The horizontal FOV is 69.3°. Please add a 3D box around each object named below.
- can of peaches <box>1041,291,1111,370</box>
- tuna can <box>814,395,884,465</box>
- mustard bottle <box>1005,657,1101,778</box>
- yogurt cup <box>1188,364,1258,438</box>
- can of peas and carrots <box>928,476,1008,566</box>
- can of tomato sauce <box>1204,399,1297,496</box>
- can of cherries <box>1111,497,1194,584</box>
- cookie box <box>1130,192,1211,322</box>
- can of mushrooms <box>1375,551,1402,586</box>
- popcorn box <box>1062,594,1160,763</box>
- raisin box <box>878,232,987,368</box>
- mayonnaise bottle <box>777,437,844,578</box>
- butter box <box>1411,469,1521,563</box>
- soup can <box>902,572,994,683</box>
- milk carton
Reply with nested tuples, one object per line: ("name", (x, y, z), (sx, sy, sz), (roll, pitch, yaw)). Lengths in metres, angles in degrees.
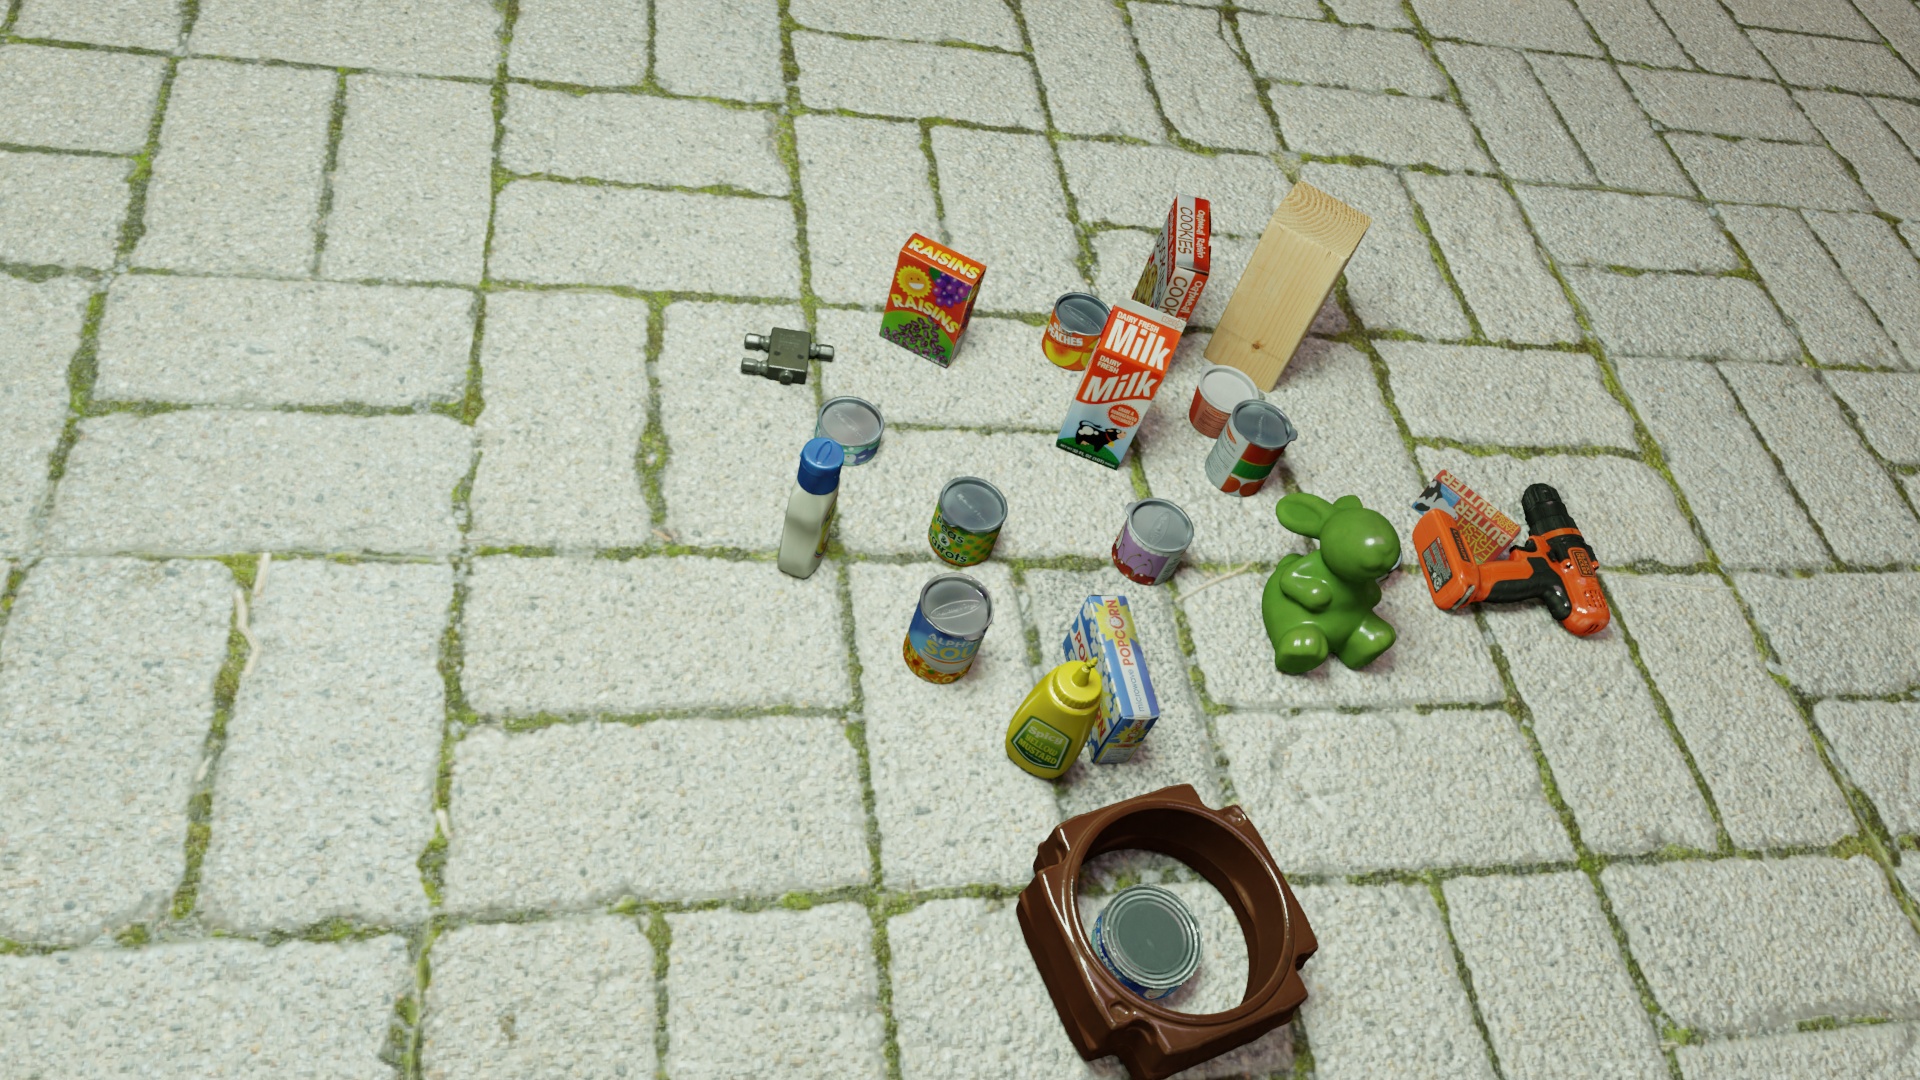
("can of peaches", (0.125, -0.226, 1.513), (0.071, 0.057, 0.071), (8, 52, -10))
("tuna can", (-0.112, -0.107, 1.372), (0.071, 0.032, 0.071), (8, 52, -10))
("mustard bottle", (0.083, 0.141, 1.156), (0.065, 0.159, 0.049), (29, 52, 7))
("yogurt cup", (0.281, -0.147, 1.499), (0.072, 0.053, 0.073), (8, 52, -10))
("can of peas and carrots", (0.005, -0.017, 1.319), (0.071, 0.058, 0.071), (8, 52, -10))
("can of tomato sauce", (0.301, -0.095, 1.447), (0.071, 0.082, 0.071), (8, 52, -10))
("can of cherries", (0.185, 0.000, 1.358), (0.071, 0.058, 0.072), (8, 52, -10))
("cookie box", (0.225, -0.272, 1.506), (0.040, 0.166, 0.123), (13, 51, -6))
("can of mushrooms", (0.417, 0.013, 1.429), (0.071, 0.033, 0.071), (8, 52, -10))
("popcorn box", (0.132, 0.123, 1.232), (0.038, 0.084, 0.127), (-1, 54, -16))
("raisin box", (-0.030, -0.249, 1.445), (0.086, 0.122, 0.040), (27, 51, 6))
("mayonnaise bottle", (-0.132, -0.031, 1.235), (0.041, 0.147, 0.065), (22, 51, 1))
("butter box", (0.538, -0.024, 1.479), (0.103, 0.052, 0.024), (41, 54, 16))
("soup can", (-0.011, 0.081, 1.225), (0.071, 0.083, 0.072), (8, 52, -10))
("milk carton", (0.162, -0.165, 1.392), (0.072, 0.189, 0.074), (22, 51, 1))
